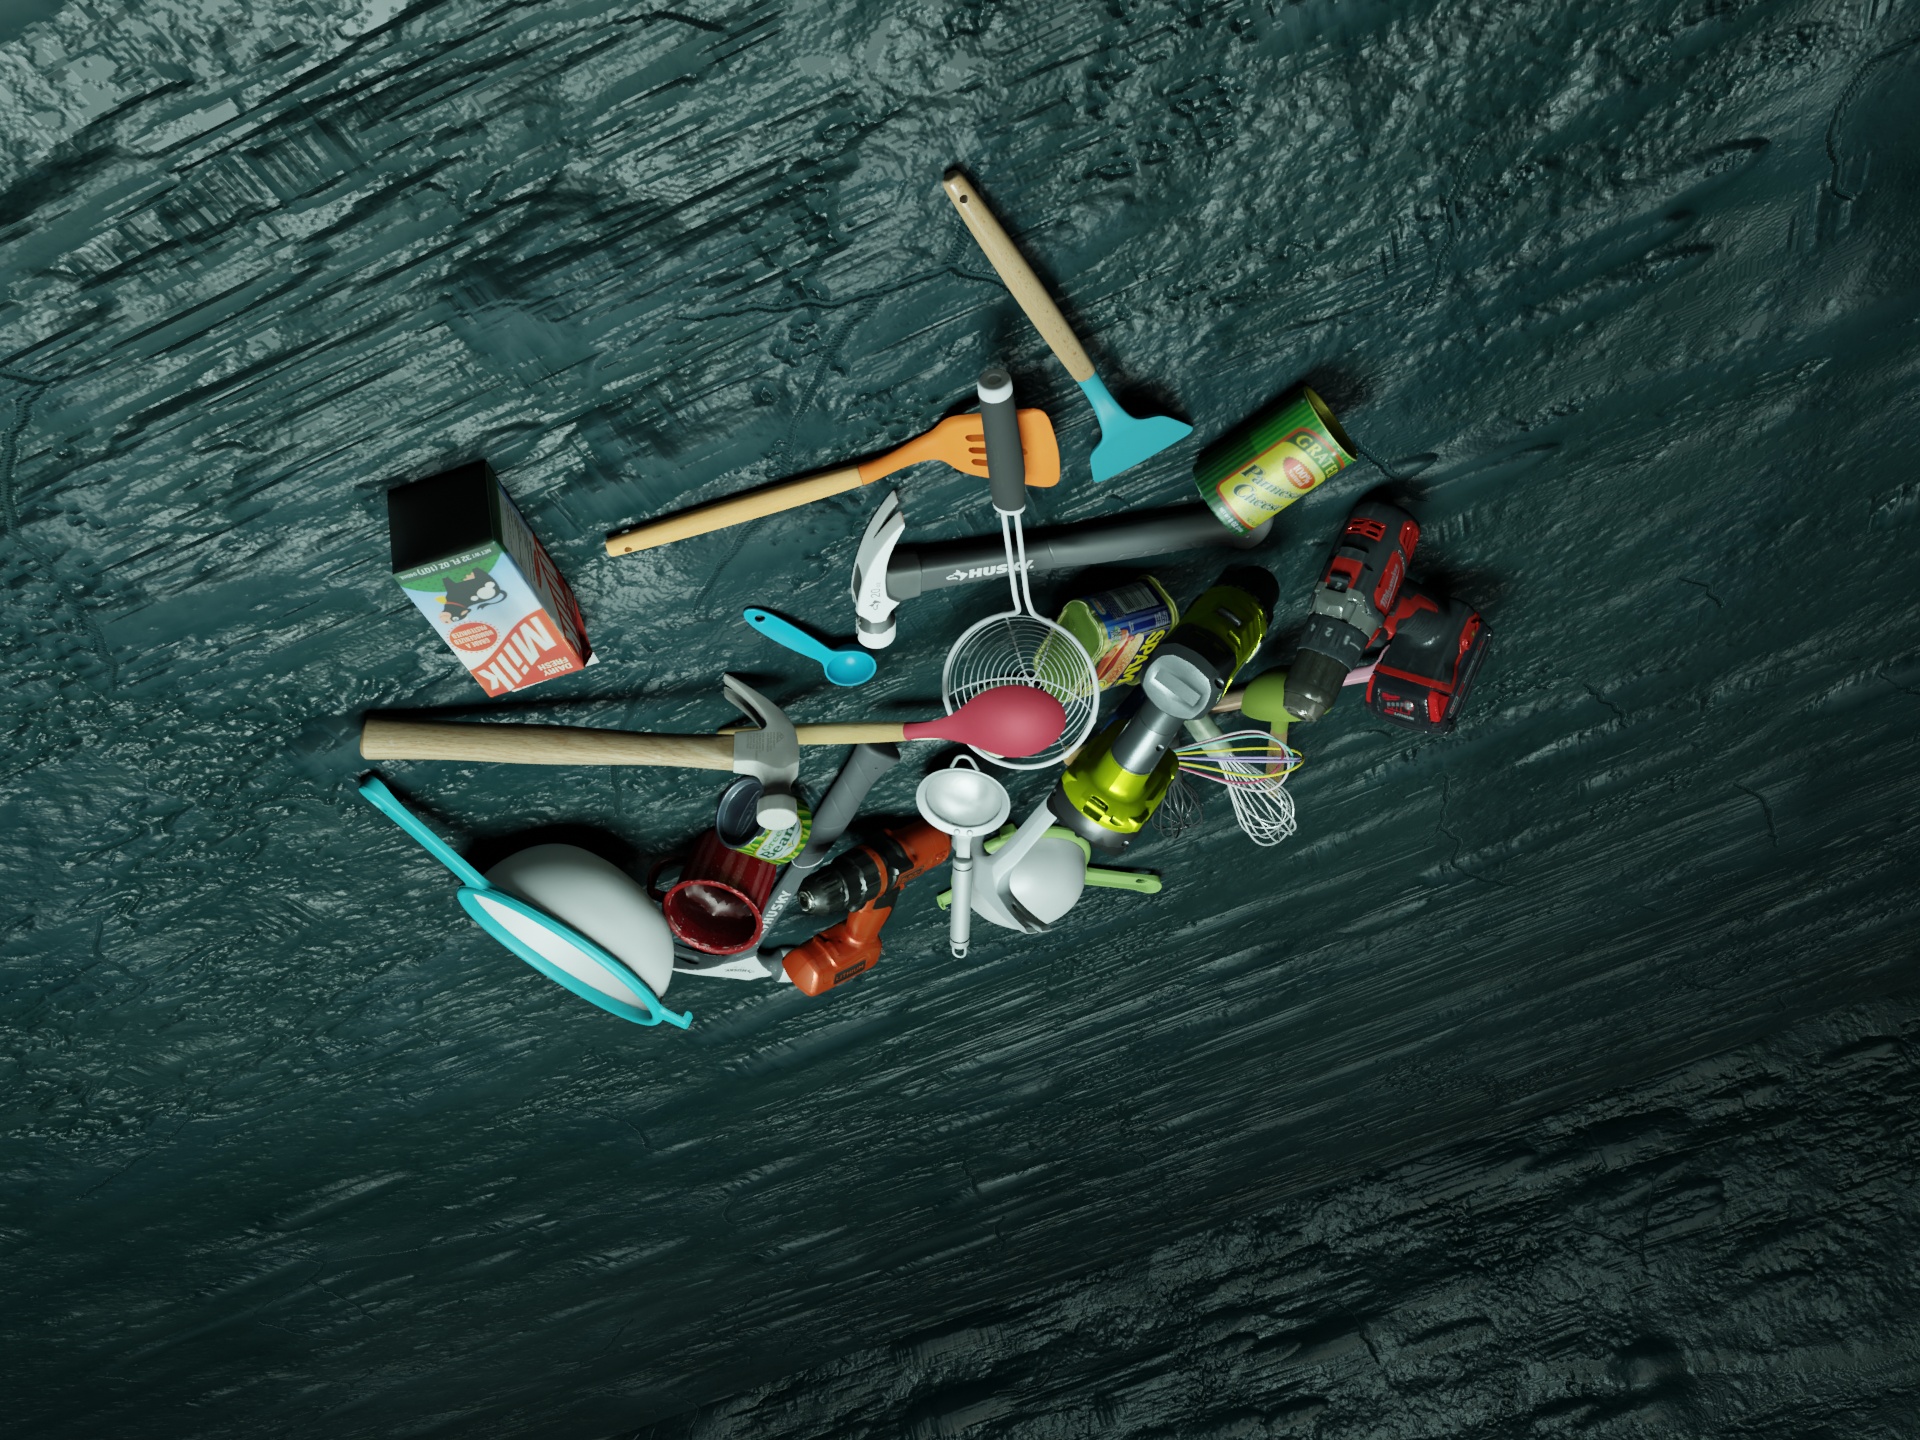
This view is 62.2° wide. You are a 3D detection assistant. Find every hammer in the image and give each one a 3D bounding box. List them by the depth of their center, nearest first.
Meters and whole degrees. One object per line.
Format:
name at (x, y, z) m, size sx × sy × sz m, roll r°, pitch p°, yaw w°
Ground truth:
hammer at (0.082, -0.135, 1.228) m, size 0.334 × 0.035 × 0.146 m, roll -10°, pitch 147°, yaw -10°
hammer at (-0.291, 0.018, 1.238) m, size 0.331 × 0.130 × 0.031 m, roll 3°, pitch 143°, yaw -9°
hammer at (0.132, 0.030, 1.426) m, size 0.035 × 0.144 × 0.405 m, roll 0°, pitch 138°, yaw -46°
hammer at (-0.158, 0.140, 1.525) m, size 0.149 × 0.036 × 0.408 m, roll 5°, pitch 140°, yaw -28°

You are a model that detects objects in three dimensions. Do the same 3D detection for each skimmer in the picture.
skimmer at (0.034, -0.095, 1.148) m, size 0.127 × 0.090 × 0.363 m, roll 10°, pitch 149°, yaw 13°

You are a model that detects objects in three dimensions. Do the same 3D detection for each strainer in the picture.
strainer at (-0.365, 0.133, 1.373) m, size 0.211 × 0.095 × 0.340 m, roll 3°, pitch 141°, yaw 48°
strainer at (0.001, 0.124, 1.490) m, size 0.087 × 0.050 × 0.258 m, roll 6°, pitch 124°, yaw 5°
strainer at (0.114, 0.182, 1.669) m, size 0.256 × 0.069 × 0.151 m, roll 9°, pitch 139°, yaw -31°

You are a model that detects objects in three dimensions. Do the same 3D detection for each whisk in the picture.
whisk at (0.192, 0.034, 1.416) m, size 0.245 × 0.047 × 0.051 m, roll 0°, pitch 145°, yaw 40°
whisk at (0.247, 0.033, 1.479) m, size 0.059 × 0.058 × 0.246 m, roll -49°, pitch 123°, yaw -13°
whisk at (0.200, 0.051, 1.527) m, size 0.055 × 0.055 × 0.238 m, roll -18°, pitch 148°, yaw 2°

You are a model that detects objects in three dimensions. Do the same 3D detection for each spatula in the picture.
spatula at (0.068, -0.254, 1.063) m, size 0.082 × 0.044 × 0.317 m, roll -27°, pitch 140°, yaw 16°
spatula at (-0.092, -0.159, 1.113) m, size 0.322 × 0.041 × 0.081 m, roll -16°, pitch 147°, yaw 1°

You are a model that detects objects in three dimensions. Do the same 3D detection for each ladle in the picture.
ladle at (-0.065, 0.007, 1.266) m, size 0.315 × 0.031 × 0.069 m, roll -2°, pitch 129°, yaw 29°
ladle at (0.302, 0.027, 1.503) m, size 0.078 × 0.062 × 0.320 m, roll -4°, pitch 158°, yaw 7°

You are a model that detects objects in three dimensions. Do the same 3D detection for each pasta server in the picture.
pasta server at (0.315, -0.038, 1.480) m, size 0.316 × 0.040 × 0.060 m, roll -12°, pitch 146°, yaw 0°

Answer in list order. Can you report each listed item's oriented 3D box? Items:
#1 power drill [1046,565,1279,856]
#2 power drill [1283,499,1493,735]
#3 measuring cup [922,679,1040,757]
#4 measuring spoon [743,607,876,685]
power drill at (0.170, -0.015, 1.274) m, size 0.190 × 0.080 × 0.228 m, roll -45°, pitch 168°, yaw -49°
power drill at (0.355, -0.059, 1.344) m, size 0.226 × 0.080 × 0.188 m, roll 32°, pitch 81°, yaw -49°
measuring cup at (-0.002, -0.004, 1.380) m, size 0.167 × 0.038 × 0.083 m, roll -1°, pitch 144°, yaw -18°
measuring spoon at (-0.121, -0.066, 1.264) m, size 0.128 × 0.021 × 0.042 m, roll 29°, pitch 127°, yaw -36°
